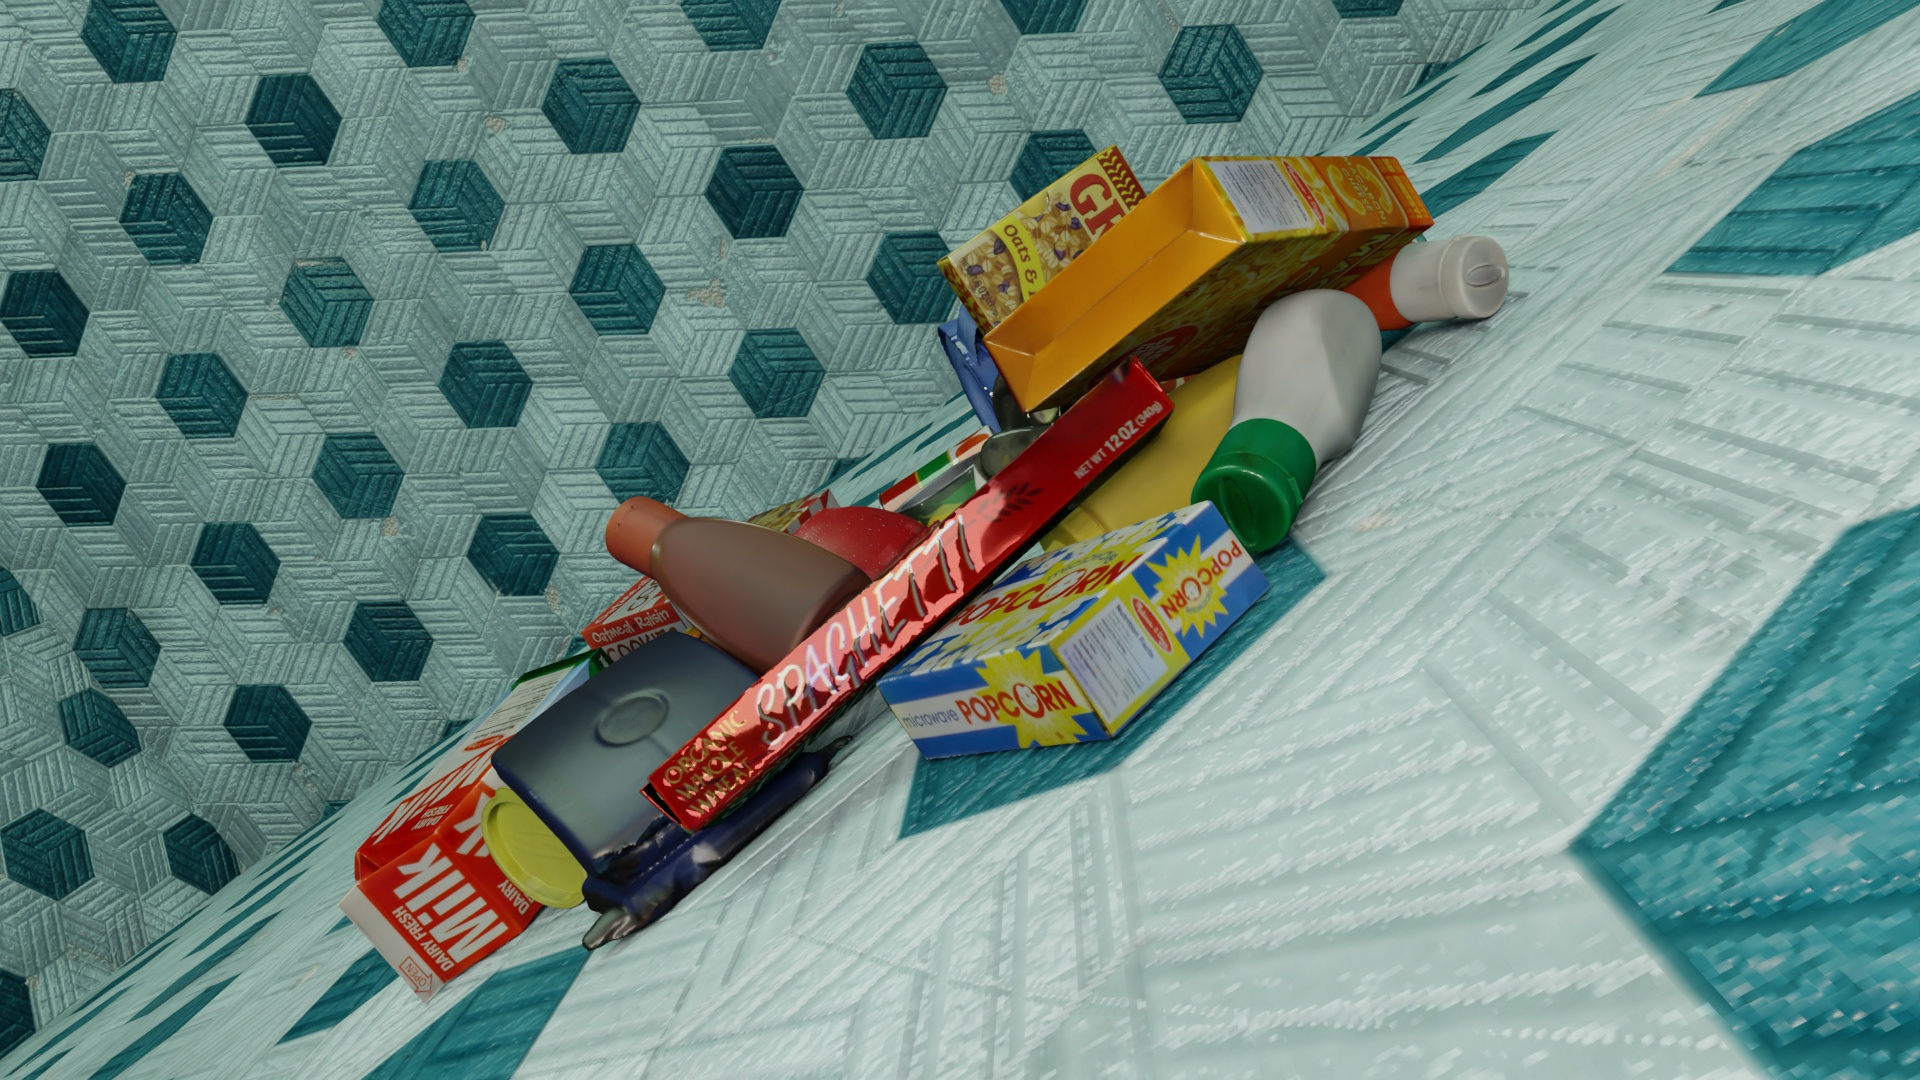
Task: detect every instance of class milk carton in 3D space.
[{"bbox_3d":[-0.246,0.148,0.743,0.073,0.072,0.191,-18,24,33],"label":"milk carton"}]

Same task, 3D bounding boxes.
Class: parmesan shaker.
[{"bbox_3d":[-0.183,0.126,0.708,0.071,0.071,0.103,-28,10,39],"label":"parmesan shaker"}]

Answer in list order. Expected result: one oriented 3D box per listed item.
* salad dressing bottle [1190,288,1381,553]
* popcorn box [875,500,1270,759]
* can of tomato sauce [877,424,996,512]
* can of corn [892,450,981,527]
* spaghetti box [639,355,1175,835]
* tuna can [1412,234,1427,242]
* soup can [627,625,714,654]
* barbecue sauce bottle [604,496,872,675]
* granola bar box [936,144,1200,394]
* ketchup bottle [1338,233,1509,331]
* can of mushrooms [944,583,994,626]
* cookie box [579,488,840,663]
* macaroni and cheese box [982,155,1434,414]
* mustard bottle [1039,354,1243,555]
[{"bbox_3d":[0.127,-0.048,0.537,0.044,0.064,0.148,-9,26,33],"label":"salad dressing bottle"},{"bbox_3d":[0.035,0.034,0.489,0.085,0.038,0.126,-37,8,-30],"label":"popcorn box"},{"bbox_3d":[0.001,-0.023,0.878,0.083,0.071,0.071,-33,8,7],"label":"can of tomato sauce"},{"bbox_3d":[0.003,-0.010,0.813,0.071,0.058,0.071,-34,8,5],"label":"can of corn"},{"bbox_3d":[-0.018,0.023,0.547,0.250,0.029,0.050,-41,-7,-4],"label":"spaghetti box"},{"bbox_3d":[0.231,-0.142,0.765,0.071,0.033,0.071,-34,8,5],"label":"tuna can"},{"bbox_3d":[-0.167,0.086,0.880,0.083,0.071,0.072,-27,11,44],"label":"soup can"},{"bbox_3d":[-0.112,0.018,0.671,0.149,0.043,0.065,23,70,34],"label":"barbecue sauce bottle"},{"bbox_3d":[0.083,-0.133,0.837,0.124,0.165,0.039,-35,10,-7],"label":"granola bar box"},{"bbox_3d":[0.188,-0.121,0.668,0.065,0.043,0.149,-16,12,-32],"label":"ketchup bottle"},{"bbox_3d":[-0.011,0.035,0.694,0.071,0.033,0.071,-34,7,5],"label":"can of mushrooms"},{"bbox_3d":[-0.171,0.030,0.974,0.167,0.040,0.123,-18,21,39],"label":"cookie box"},{"bbox_3d":[0.107,-0.110,0.582,0.167,0.040,0.123,-18,-13,-47],"label":"macaroni and cheese box"},{"bbox_3d":[0.081,-0.023,0.609,0.161,0.048,0.065,-38,12,-20],"label":"mustard bottle"}]
